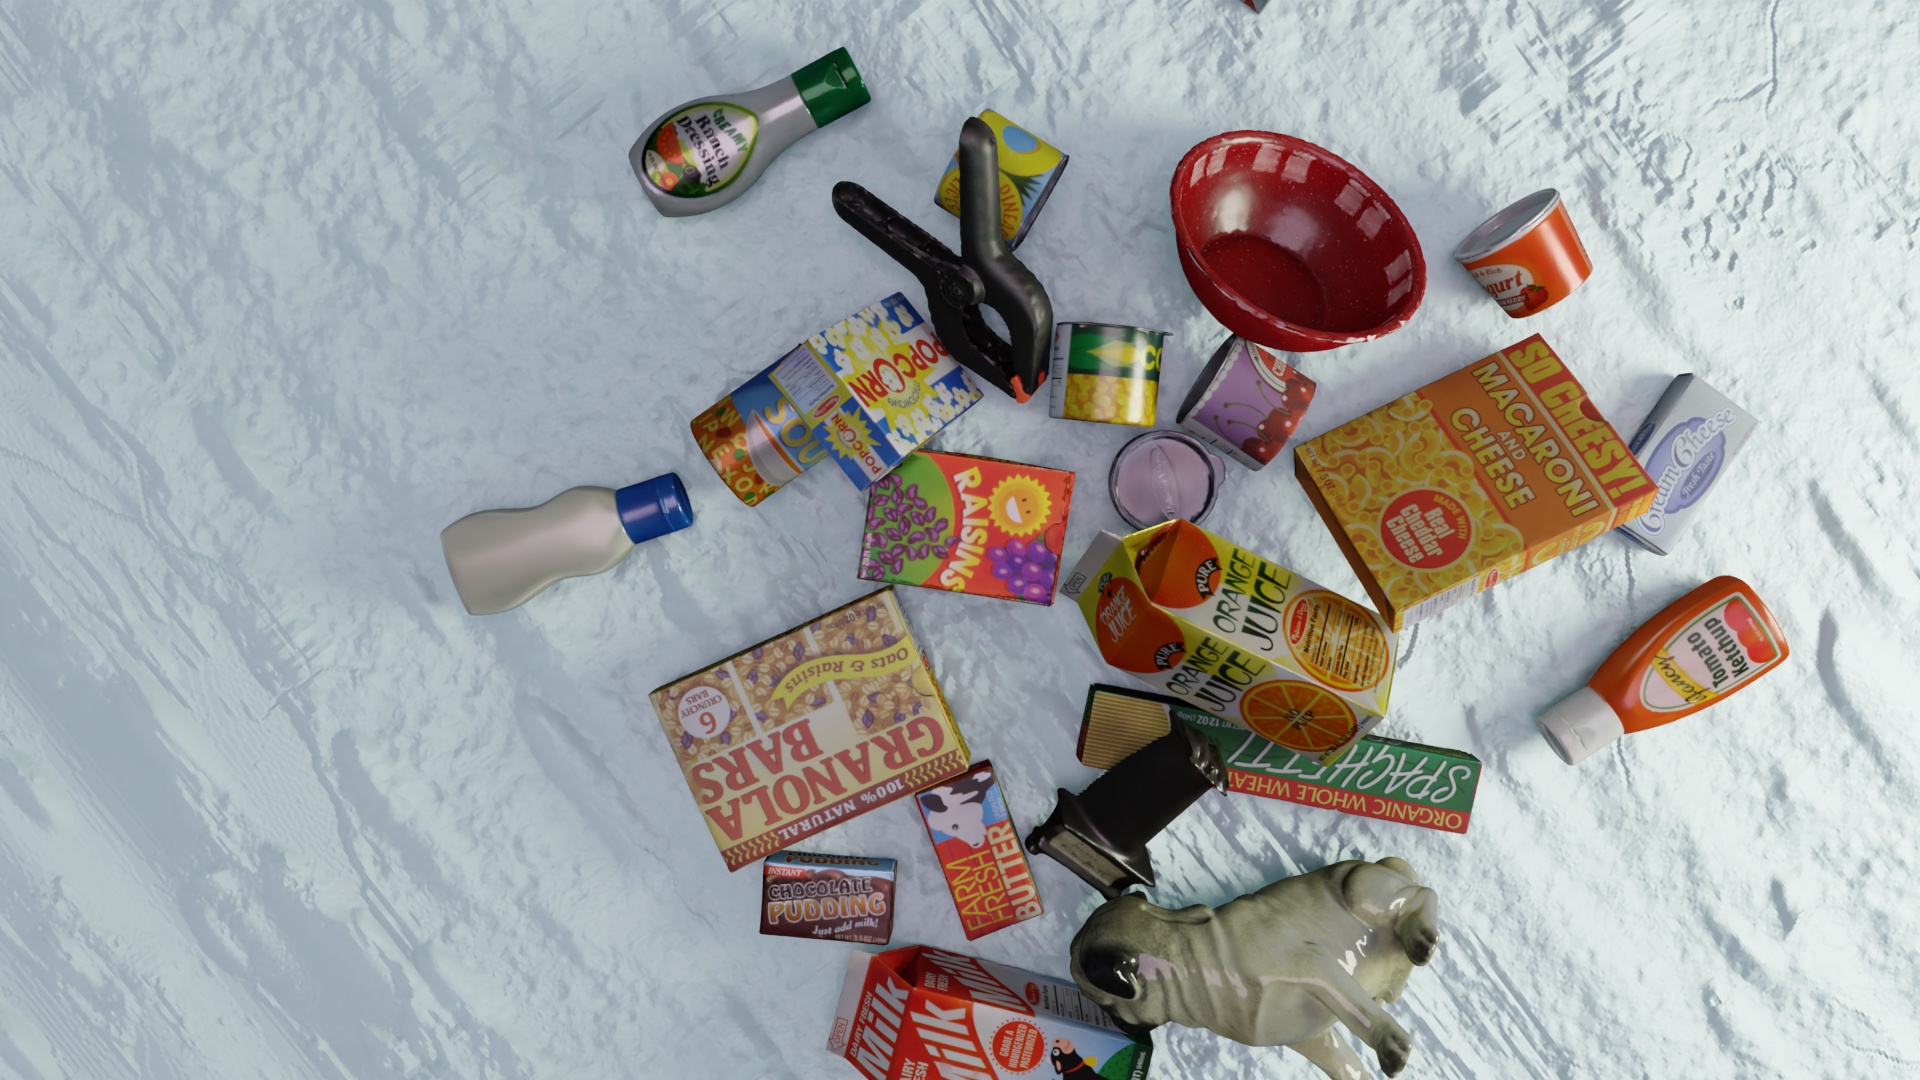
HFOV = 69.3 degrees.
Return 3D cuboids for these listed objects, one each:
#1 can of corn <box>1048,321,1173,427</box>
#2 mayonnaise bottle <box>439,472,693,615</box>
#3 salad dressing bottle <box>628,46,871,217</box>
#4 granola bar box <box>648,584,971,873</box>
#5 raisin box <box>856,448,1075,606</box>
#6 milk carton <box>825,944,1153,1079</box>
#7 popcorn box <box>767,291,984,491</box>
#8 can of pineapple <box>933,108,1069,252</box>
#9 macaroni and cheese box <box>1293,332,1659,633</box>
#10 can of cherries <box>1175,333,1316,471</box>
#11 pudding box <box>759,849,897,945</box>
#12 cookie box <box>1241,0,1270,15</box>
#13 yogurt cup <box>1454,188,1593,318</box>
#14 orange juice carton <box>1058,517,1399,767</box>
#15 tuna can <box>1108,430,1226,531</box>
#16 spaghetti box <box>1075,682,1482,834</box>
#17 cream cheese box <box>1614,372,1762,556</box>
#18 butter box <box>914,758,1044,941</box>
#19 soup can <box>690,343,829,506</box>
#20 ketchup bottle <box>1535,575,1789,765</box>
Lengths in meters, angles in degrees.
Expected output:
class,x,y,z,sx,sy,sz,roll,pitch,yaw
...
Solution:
class,x,y,z,sx,sy,sz,roll,pitch,yaw
can of corn,0.091,-0.100,0.843,0.071,0.071,0.058,5,95,0
mayonnaise bottle,-0.242,-0.003,0.866,0.148,0.041,0.064,-18,95,1
salad dressing bottle,-0.127,-0.251,0.847,0.148,0.044,0.064,-28,94,2
granola bar box,-0.093,0.117,0.872,0.165,0.039,0.124,-24,93,2
raisin box,0.003,-0.011,0.863,0.123,0.040,0.086,8,93,-1
milk carton,0.016,0.310,0.865,0.191,0.073,0.072,15,94,0
popcorn box,-0.046,-0.091,0.816,0.038,0.127,0.085,-36,94,31
can of pineapple,0.024,-0.216,0.836,0.058,0.071,0.071,31,94,-1
macaroni and cheese box,0.304,-0.036,0.831,0.166,0.040,0.124,-26,62,2
can of cherries,0.174,-0.086,0.842,0.058,0.071,0.071,32,94,-2
pudding box,-0.083,0.226,0.883,0.084,0.030,0.049,5,93,0
cookie box,0.184,-0.426,0.836,0.123,0.040,0.167,36,94,-2
yogurt cup,0.343,-0.171,0.839,0.072,0.072,0.054,-38,101,3
orange juice carton,0.158,0.053,0.836,0.193,0.071,0.073,25,52,-1
tuna can,0.128,-0.036,0.863,0.071,0.033,0.071,0,94,1
spaghetti box,0.201,0.137,0.876,0.250,0.029,0.050,10,95,0
cream cheese box,0.443,-0.047,0.864,0.053,0.024,0.103,34,93,-1
butter box,0.012,0.197,0.883,0.053,0.024,0.103,-20,93,1
soup can,-0.111,-0.068,0.845,0.084,0.071,0.071,-35,93,3
ketchup bottle,0.432,0.085,0.863,0.149,0.043,0.064,-33,93,3
